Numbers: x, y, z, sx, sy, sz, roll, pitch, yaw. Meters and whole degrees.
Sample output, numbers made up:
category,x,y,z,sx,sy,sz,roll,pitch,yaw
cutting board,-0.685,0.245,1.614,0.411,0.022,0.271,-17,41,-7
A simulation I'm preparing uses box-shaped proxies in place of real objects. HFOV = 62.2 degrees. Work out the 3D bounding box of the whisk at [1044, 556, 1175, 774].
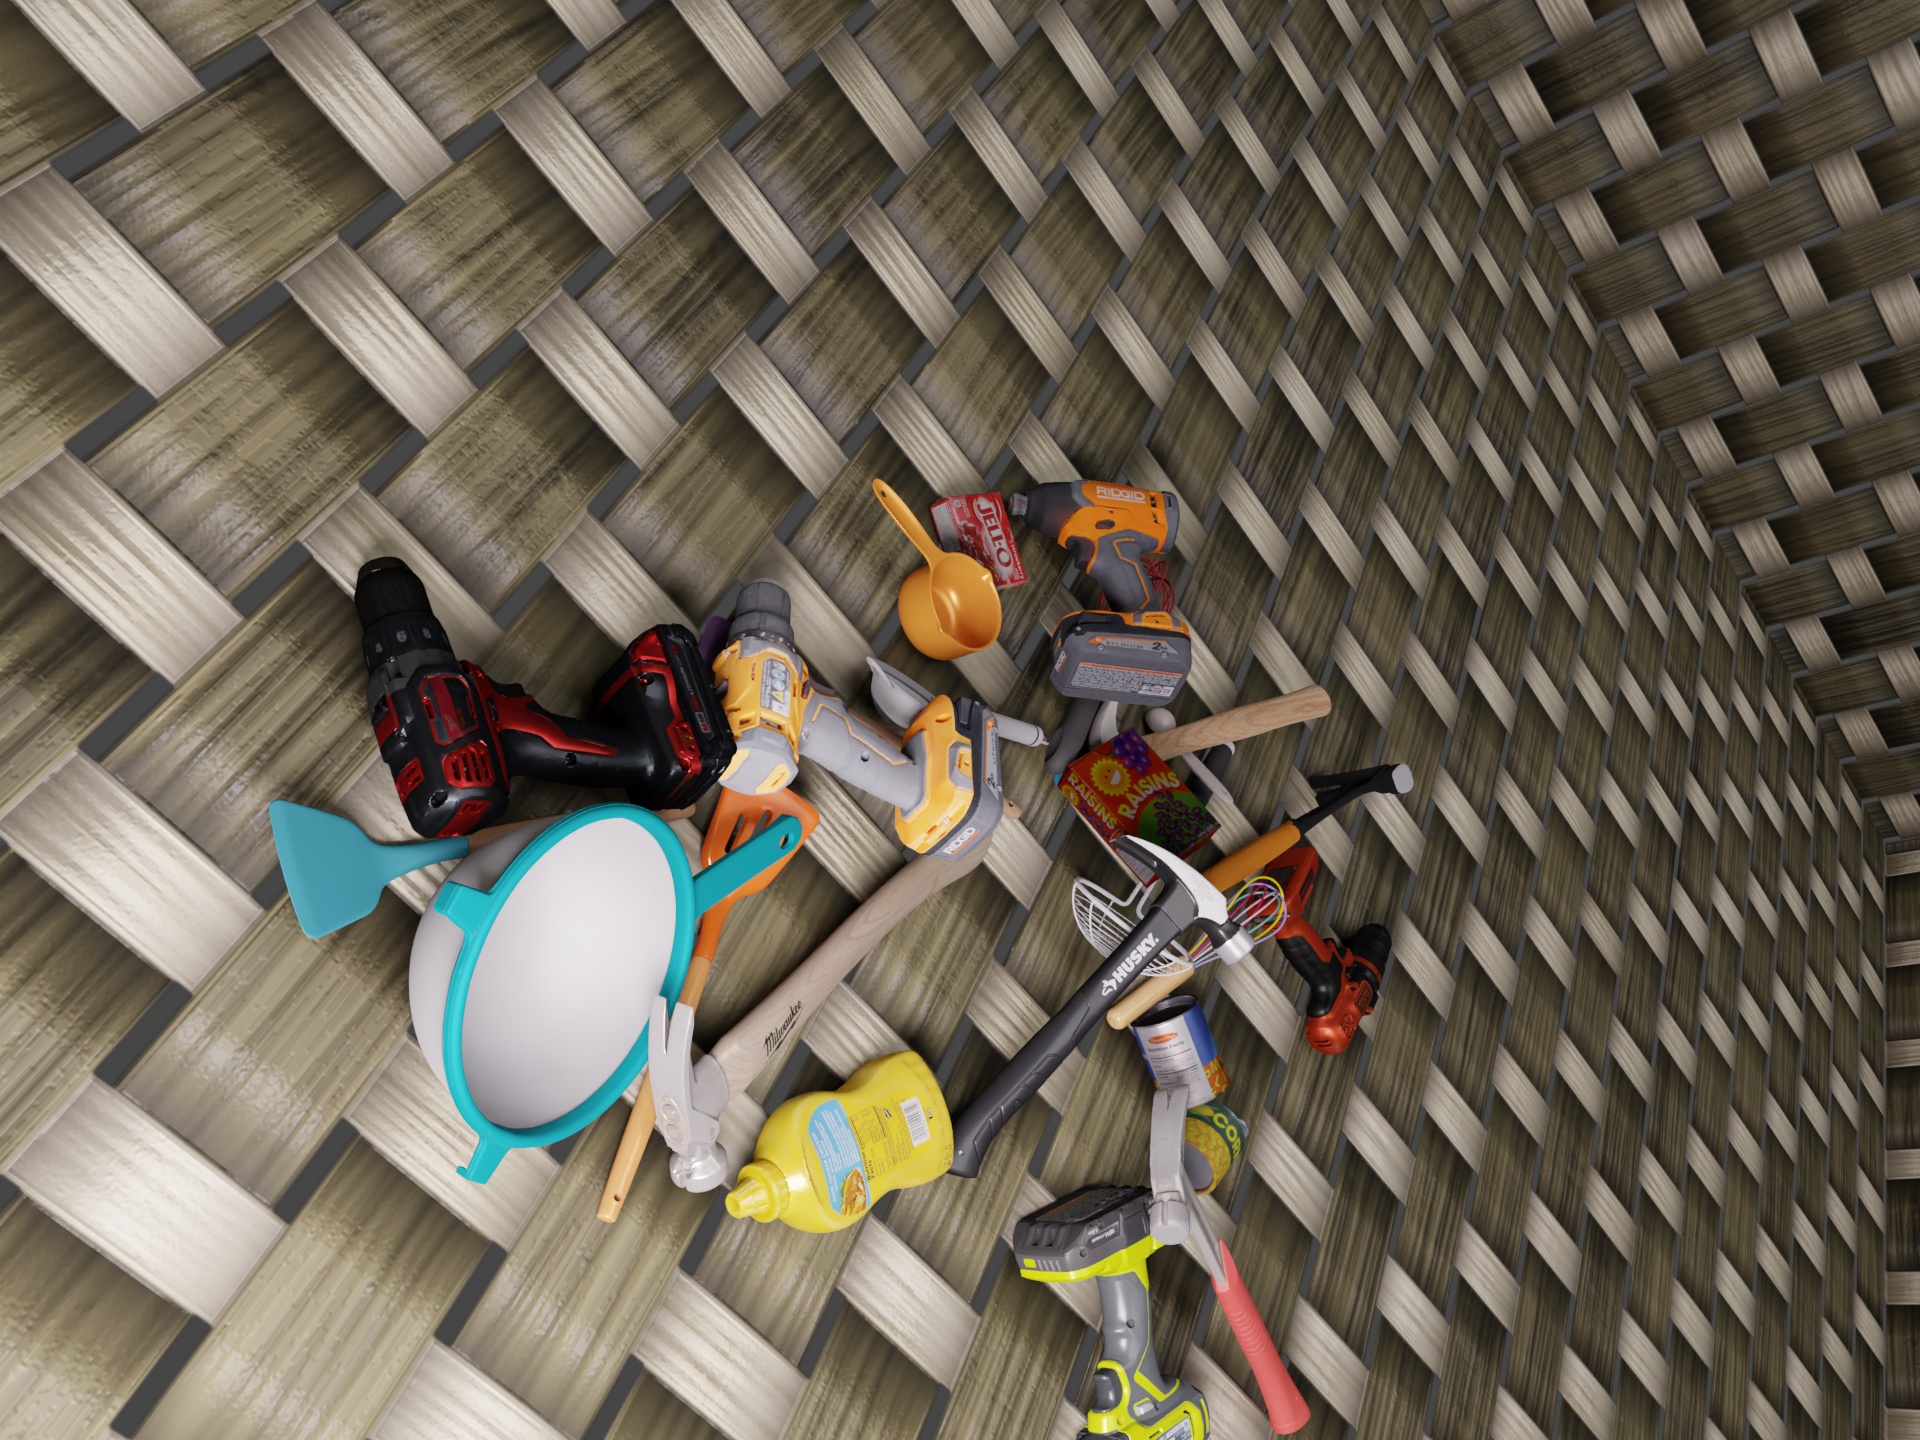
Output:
category,x,y,z,sx,sy,sz,roll,pitch,yaw
whisk,0.138,-0.056,1.503,0.073,0.073,0.296,49,48,-23

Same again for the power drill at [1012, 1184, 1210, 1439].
category,x,y,z,sx,sy,sz,roll,pitch,yaw
power drill,0.118,0.502,1.274,0.171,0.080,0.223,-7,84,-49

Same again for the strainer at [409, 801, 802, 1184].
category,x,y,z,sx,sy,sz,roll,pitch,yaw
strainer,-0.230,0.122,1.015,0.340,0.095,0.211,-34,132,-55

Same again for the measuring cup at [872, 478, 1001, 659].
category,x,y,z,sx,sy,sz,roll,pitch,yaw
measuring cup,-0.036,-0.127,1.355,0.173,0.052,0.095,53,45,-17

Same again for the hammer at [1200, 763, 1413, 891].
category,x,y,z,sx,sy,sz,roll,pitch,yaw
hammer,0.324,0.120,1.632,0.337,0.127,0.034,-25,96,-39

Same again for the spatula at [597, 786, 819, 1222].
category,x,y,z,sx,sy,sz,roll,pitch,yaw
spatula,-0.182,0.184,1.093,0.081,0.041,0.323,34,54,-25

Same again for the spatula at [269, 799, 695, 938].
category,x,y,z,sx,sy,sz,roll,pitch,yaw
spatula,-0.289,0.075,1.016,0.317,0.044,0.082,-9,76,-49

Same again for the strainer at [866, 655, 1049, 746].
category,x,y,z,sx,sy,sz,roll,pitch,yaw
strainer,-0.002,-0.004,1.355,0.258,0.050,0.087,17,20,-48

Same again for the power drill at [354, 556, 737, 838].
category,x,y,z,sx,sy,sz,roll,pitch,yaw
power drill,-0.275,-0.019,1.030,0.226,0.080,0.188,-1,59,-46

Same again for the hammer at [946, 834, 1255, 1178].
category,x,y,z,sx,sy,sz,roll,pitch,yaw
hammer,0.090,0.237,1.285,0.335,0.035,0.146,-43,93,-24

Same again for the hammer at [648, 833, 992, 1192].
category,x,y,z,sx,sy,sz,roll,pitch,yaw
hammer,-0.086,0.161,1.172,0.411,0.038,0.146,-41,136,-50

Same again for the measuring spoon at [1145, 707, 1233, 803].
category,x,y,z,sx,sy,sz,roll,pitch,yaw
measuring spoon,0.230,0.032,1.567,0.124,0.018,0.034,49,36,15

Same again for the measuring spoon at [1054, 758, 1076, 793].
category,x,y,z,sx,sy,sz,roll,pitch,yaw
measuring spoon,0.122,0.051,1.490,0.128,0.021,0.042,-13,71,-57

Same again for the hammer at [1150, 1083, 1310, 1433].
category,x,y,z,sx,sy,sz,roll,pitch,yaw
hammer,0.234,0.486,1.375,0.149,0.037,0.358,-76,145,-55

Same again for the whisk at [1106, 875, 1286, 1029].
category,x,y,z,sx,sy,sz,roll,pitch,yaw
whisk,0.222,0.214,1.486,0.245,0.051,0.047,-30,130,-33

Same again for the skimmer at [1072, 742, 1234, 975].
category,x,y,z,sx,sy,sz,roll,pitch,yaw
skimmer,0.208,0.108,1.501,0.127,0.090,0.363,35,44,3

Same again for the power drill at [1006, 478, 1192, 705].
category,x,y,z,sx,sy,sz,roll,pitch,yaw
power drill,0.126,-0.130,1.467,0.164,0.084,0.227,6,54,-11

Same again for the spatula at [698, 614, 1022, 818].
category,x,y,z,sx,sy,sz,roll,pitch,yaw
spatula,-0.074,0.009,1.267,0.315,0.018,0.060,30,55,-27

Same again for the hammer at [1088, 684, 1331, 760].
category,x,y,z,sx,sy,sz,roll,pitch,yaw
hammer,0.254,0.007,1.573,0.331,0.031,0.130,-14,69,-39

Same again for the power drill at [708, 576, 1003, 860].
category,x,y,z,sx,sy,sz,roll,pitch,yaw
power drill,-0.082,-0.004,1.196,0.226,0.084,0.186,23,43,-26
